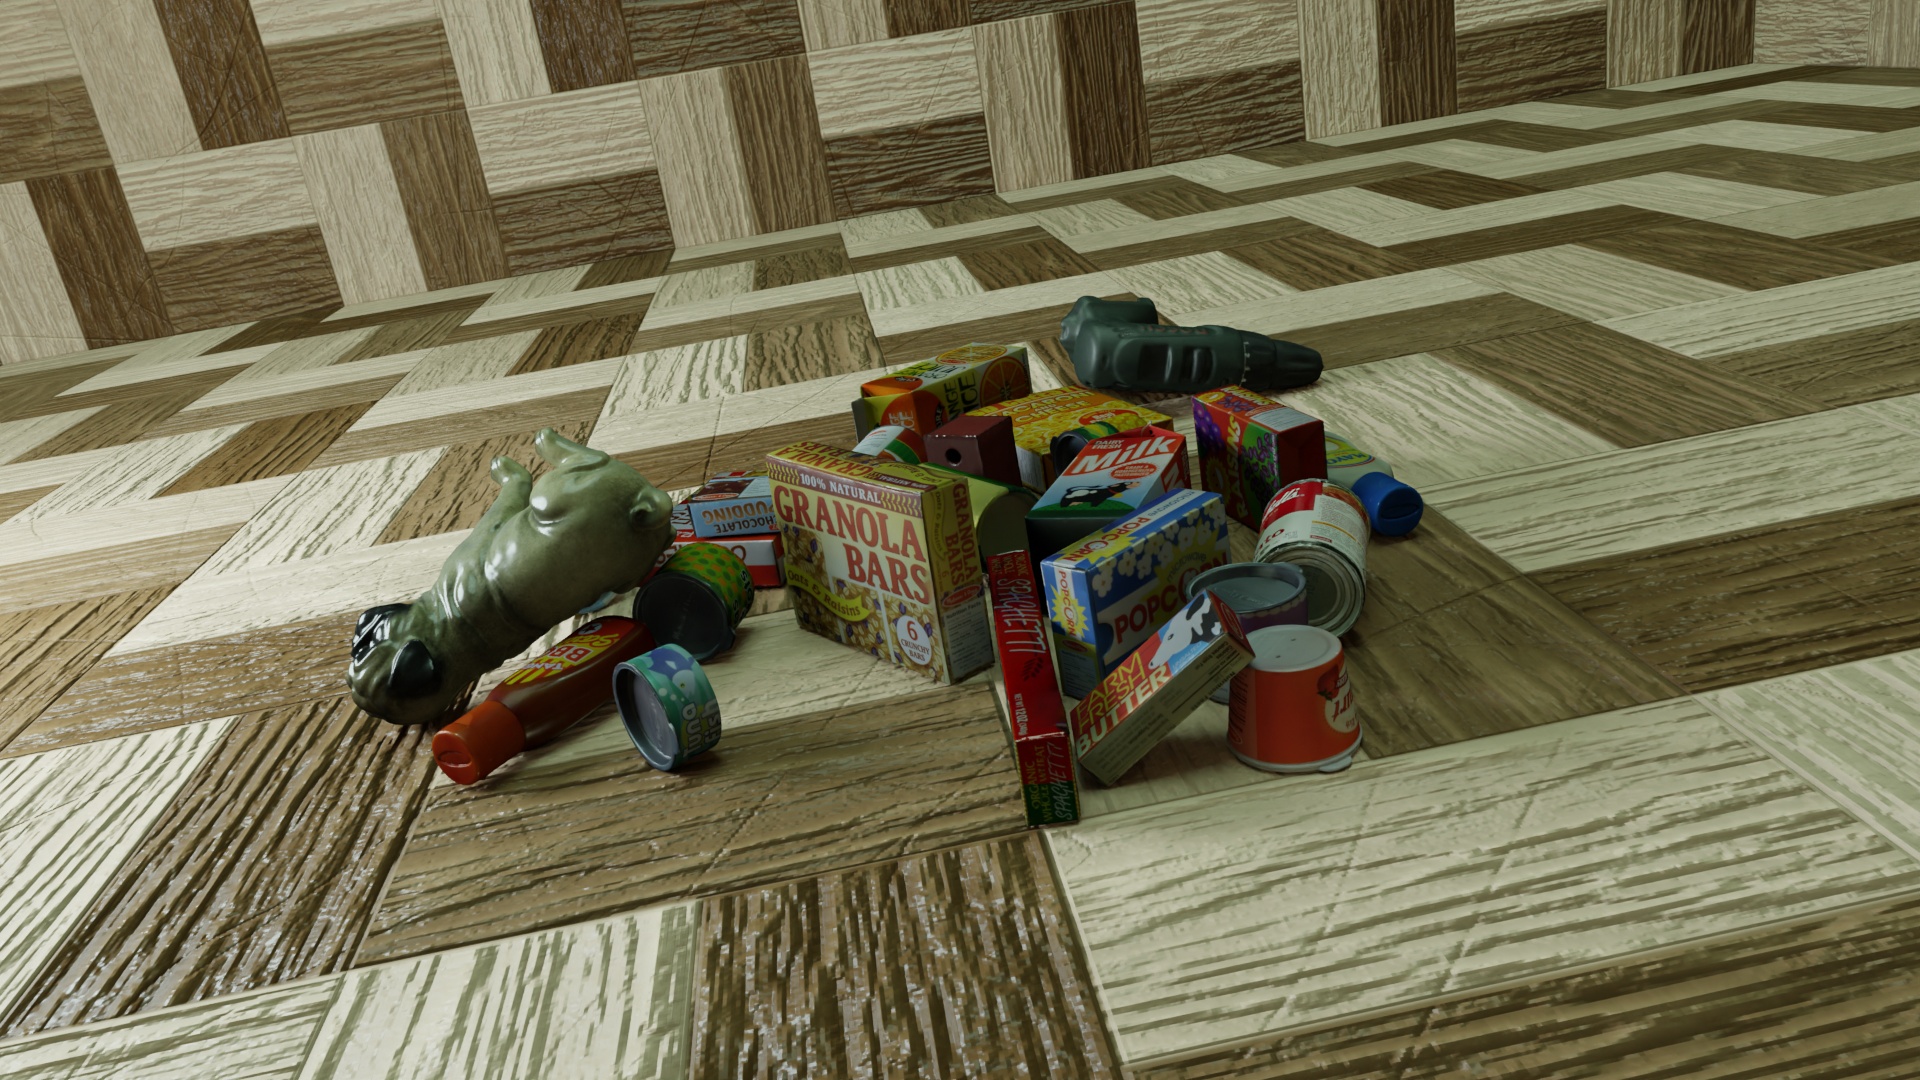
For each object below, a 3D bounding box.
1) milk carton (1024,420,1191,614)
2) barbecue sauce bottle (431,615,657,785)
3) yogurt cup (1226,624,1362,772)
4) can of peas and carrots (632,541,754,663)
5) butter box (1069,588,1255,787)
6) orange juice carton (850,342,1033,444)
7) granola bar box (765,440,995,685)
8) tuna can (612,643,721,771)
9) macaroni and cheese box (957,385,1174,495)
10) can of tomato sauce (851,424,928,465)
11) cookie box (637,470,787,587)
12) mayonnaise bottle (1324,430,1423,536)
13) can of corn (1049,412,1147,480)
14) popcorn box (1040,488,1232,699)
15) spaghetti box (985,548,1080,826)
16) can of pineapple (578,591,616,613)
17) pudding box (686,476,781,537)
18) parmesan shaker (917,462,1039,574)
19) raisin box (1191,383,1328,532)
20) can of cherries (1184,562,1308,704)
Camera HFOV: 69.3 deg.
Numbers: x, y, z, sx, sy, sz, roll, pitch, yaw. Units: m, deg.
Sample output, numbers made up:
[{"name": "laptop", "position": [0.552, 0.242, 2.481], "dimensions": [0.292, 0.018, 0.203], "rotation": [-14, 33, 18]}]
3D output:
[{"name": "milk carton", "position": [0.112, -0.020, 0.956], "dimensions": [0.073, 0.072, 0.191], "rotation": [0, 22, 24]}, {"name": "barbecue sauce bottle", "position": [-0.254, 0.096, 0.848], "dimensions": [0.065, 0.043, 0.149], "rotation": [-4, 21, 31]}, {"name": "yogurt cup", "position": [0.167, 0.078, 0.705], "dimensions": [0.072, 0.053, 0.072], "rotation": [-8, 20, 3]}, {"name": "can of peas and carrots", "position": [-0.175, 0.042, 0.927], "dimensions": [0.071, 0.070, 0.059], "rotation": [-5, 21, 12]}, {"name": "butter box", "position": [0.100, 0.074, 0.705], "dimensions": [0.103, 0.024, 0.053], "rotation": [-44, 16, 15]}, {"name": "orange juice carton", "position": [-0.024, -0.122, 1.275], "dimensions": [0.073, 0.071, 0.193], "rotation": [12, 29, 44]}, {"name": "granola bar box", "position": [-0.054, 0.010, 0.875], "dimensions": [0.039, 0.123, 0.165], "rotation": [-23, 25, -36]}, {"name": "tuna can", "position": [-0.164, 0.094, 0.784], "dimensions": [0.033, 0.070, 0.071], "rotation": [-24, 25, -35]}, {"name": "macaroni and cheese box", "position": [0.088, -0.090, 1.191], "dimensions": [0.124, 0.040, 0.167], "rotation": [-16, 22, -20]}, {"name": "can of tomato sauce", "position": [-0.063, -0.047, 1.110], "dimensions": [0.071, 0.071, 0.083], "rotation": [-2, 22, 18]}, {"name": "cookie box", "position": [-0.168, -0.011, 1.096], "dimensions": [0.123, 0.040, 0.168], "rotation": [-2, 21, 18]}, {"name": "mayonnaise bottle", "position": [0.273, -0.042, 0.986], "dimensions": [0.065, 0.041, 0.148], "rotation": [-12, 20, -11]}, {"name": "can of corn", "position": [0.112, -0.061, 1.067], "dimensions": [0.058, 0.071, 0.071], "rotation": [-19, 23, -27]}, {"name": "popcorn box", "position": [0.107, 0.030, 0.809], "dimensions": [0.127, 0.085, 0.038], "rotation": [-27, 26, -37]}, {"name": "spaghetti box", "position": [0.037, 0.072, 0.780], "dimensions": [0.029, 0.050, 0.251], "rotation": [-8, 21, 1]}, {"name": "can of pineapple", "position": [-0.294, 0.017, 1.036], "dimensions": [0.071, 0.070, 0.058], "rotation": [-25, 26, -36]}, {"name": "pudding box", "position": [-0.153, -0.026, 1.026], "dimensions": [0.084, 0.030, 0.050], "rotation": [-4, 22, 12]}, {"name": "parmesan shaker", "position": [0.004, -0.012, 0.996], "dimensions": [0.071, 0.071, 0.103], "rotation": [-23, 26, -32]}, {"name": "raisin box", "position": [0.212, -0.056, 0.987], "dimensions": [0.040, 0.085, 0.123], "rotation": [-17, 22, -14]}, {"name": "can of cherries", "position": [0.163, 0.050, 0.771], "dimensions": [0.071, 0.058, 0.072], "rotation": [-9, 20, 3]}]
